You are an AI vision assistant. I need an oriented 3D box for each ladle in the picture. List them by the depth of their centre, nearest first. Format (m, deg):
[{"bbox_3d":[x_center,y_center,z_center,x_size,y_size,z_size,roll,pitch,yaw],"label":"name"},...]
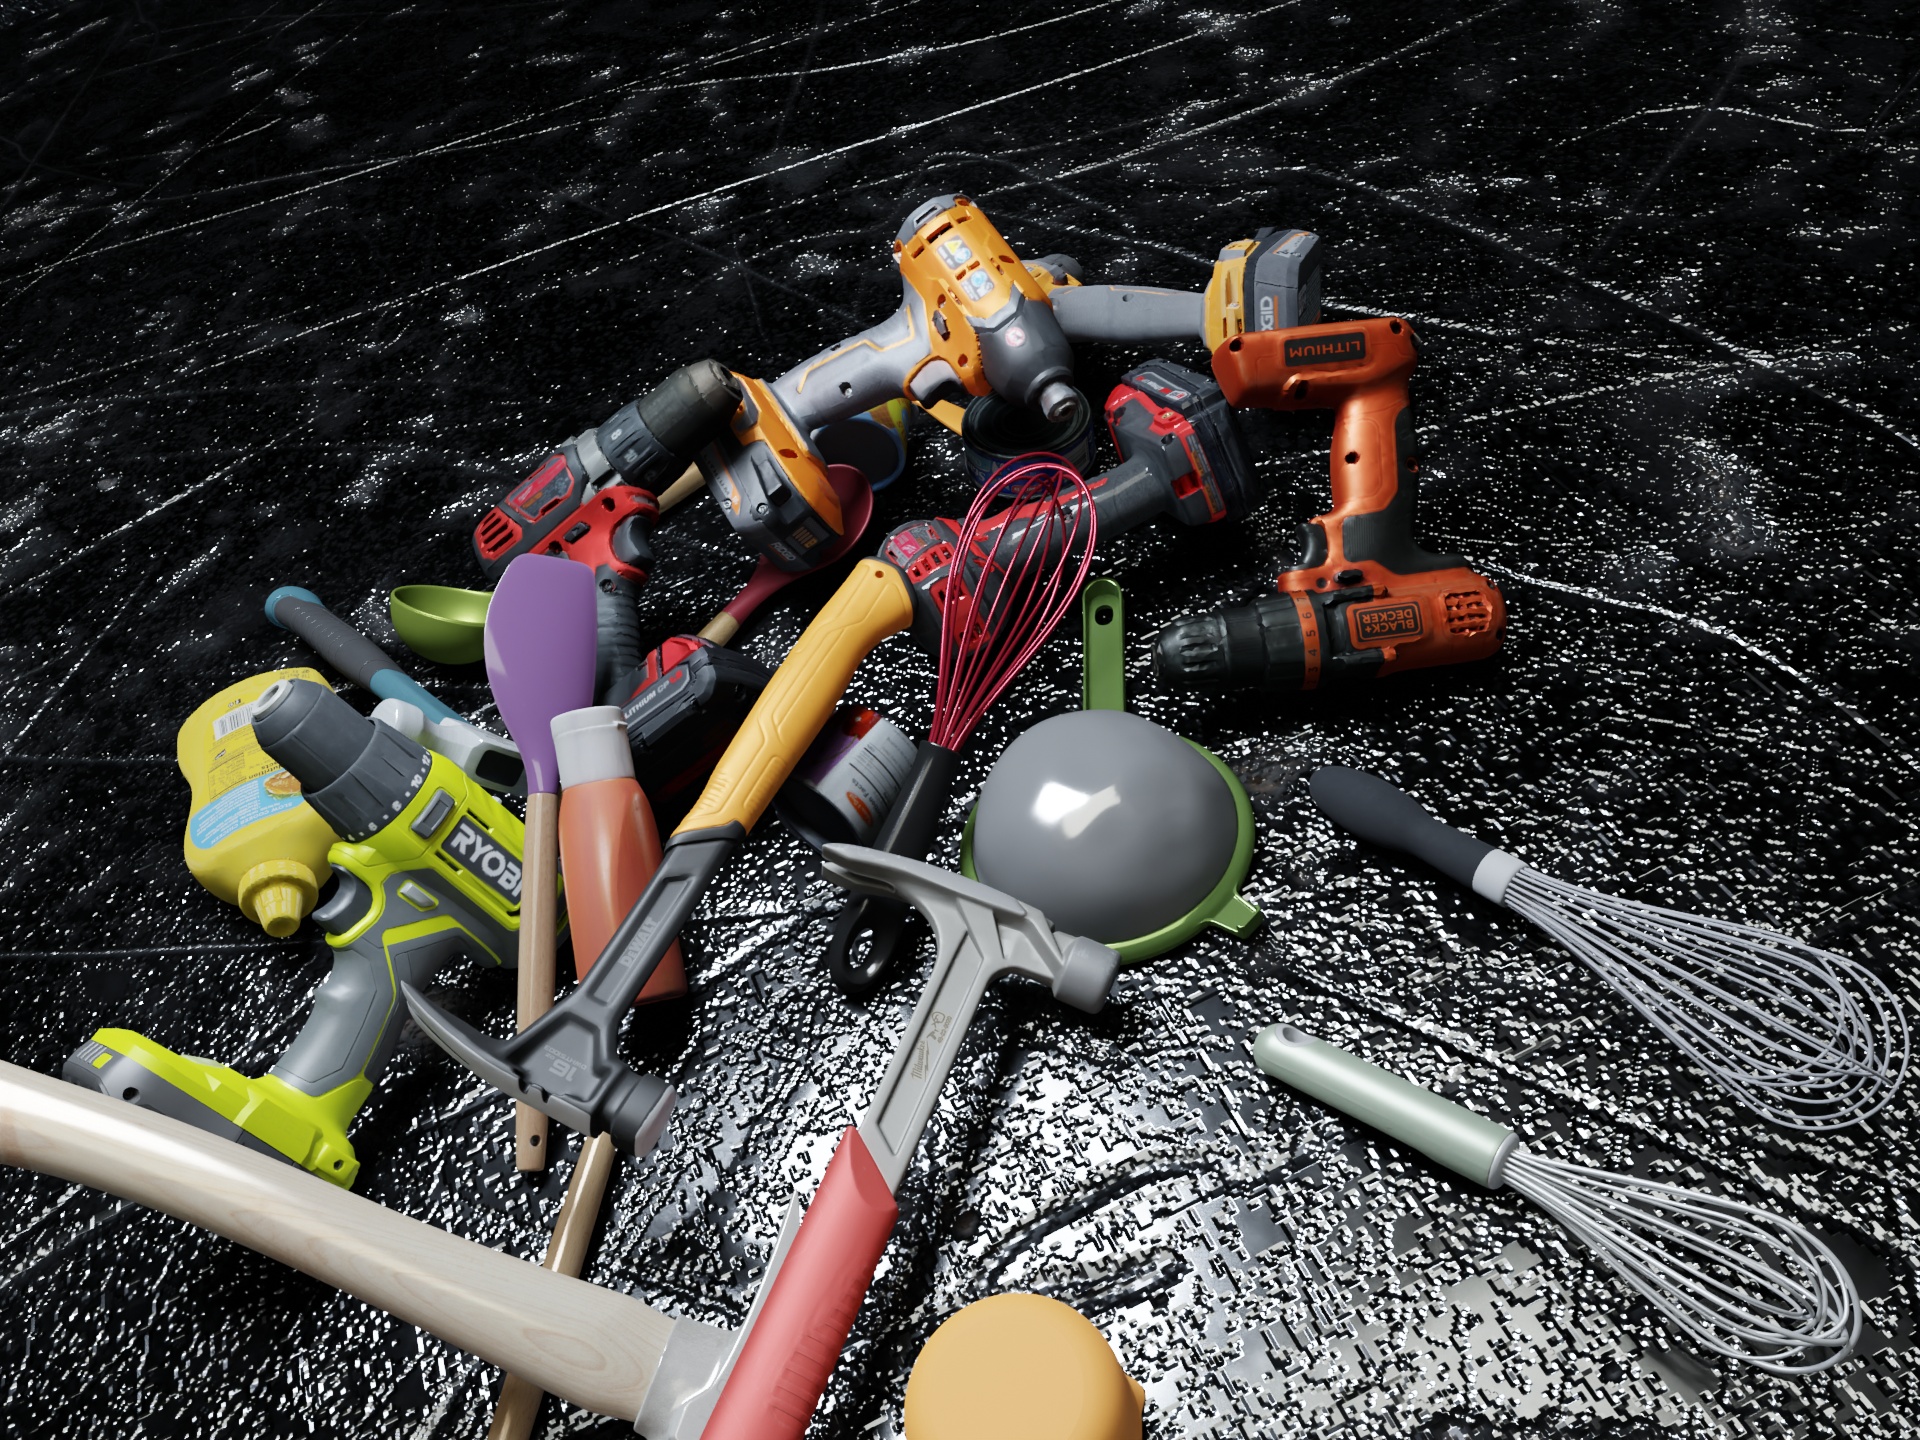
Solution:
[{"bbox_3d":[-0.156,-0.044,0.968,0.069,0.031,0.315,24,61,27],"label":"ladle"},{"bbox_3d":[-0.233,-0.139,1.062,0.320,0.062,0.078,-39,44,-22],"label":"ladle"}]

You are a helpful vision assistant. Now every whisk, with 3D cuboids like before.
[{"bbox_3d":[0.223,0.179,0.630,0.246,0.059,0.057,22,21,37],"label":"whisk"},{"bbox_3d":[0.265,0.085,0.697,0.070,0.070,0.285,-40,44,-20],"label":"whisk"},{"bbox_3d":[-0.001,-0.003,0.803,0.073,0.073,0.296,17,79,30],"label":"whisk"}]

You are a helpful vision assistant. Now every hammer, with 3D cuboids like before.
[{"bbox_3d":[-0.059,0.212,0.645,0.149,0.036,0.359,20,54,10],"label":"hammer"},{"bbox_3d":[-0.269,0.194,0.649,0.410,0.038,0.146,22,53,-1],"label":"hammer"},{"bbox_3d":[-0.117,0.037,0.764,0.127,0.034,0.337,25,55,9],"label":"hammer"},{"bbox_3d":[-0.352,-0.026,0.966,0.331,0.128,0.033,27,90,45],"label":"hammer"}]

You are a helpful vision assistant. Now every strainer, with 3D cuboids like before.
[{"bbox_3d":[0.070,0.003,0.821,0.151,0.069,0.257,-6,48,12],"label":"strainer"}]

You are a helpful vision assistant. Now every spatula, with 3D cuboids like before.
[{"bbox_3d":[-0.213,0.063,0.799,0.059,0.018,0.316,7,70,-30],"label":"spatula"}]

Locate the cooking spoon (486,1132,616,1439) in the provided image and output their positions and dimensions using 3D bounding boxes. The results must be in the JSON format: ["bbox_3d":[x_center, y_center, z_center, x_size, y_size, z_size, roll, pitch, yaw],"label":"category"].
[{"bbox_3d":[-0.190,0.306,0.656,0.069,0.017,0.319,-2,48,15],"label":"cooking spoon"}]

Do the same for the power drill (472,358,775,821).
[{"bbox_3d":[-0.171,-0.079,0.893,0.188,0.080,0.227,-36,61,16],"label":"power drill"}]

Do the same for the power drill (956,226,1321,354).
[{"bbox_3d":[0.120,-0.274,1.047,0.226,0.084,0.185,3,27,20],"label":"power drill"}]

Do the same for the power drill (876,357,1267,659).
[{"bbox_3d":[0.053,-0.122,0.931,0.219,0.078,0.143,-29,26,-3],"label":"power drill"}]

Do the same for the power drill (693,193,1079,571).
[{"bbox_3d":[-0.044,-0.190,0.948,0.226,0.084,0.164,-36,64,6],"label":"power drill"}]

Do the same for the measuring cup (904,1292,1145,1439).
[{"bbox_3d":[0.034,0.291,0.574,0.095,0.052,0.174,-21,43,-2],"label":"measuring cup"}]

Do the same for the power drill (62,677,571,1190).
[{"bbox_3d":[-0.309,0.111,0.762,0.080,0.190,0.229,0,50,46],"label":"power drill"}]

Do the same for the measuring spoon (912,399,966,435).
[{"bbox_3d":[-0.001,-0.207,1.080,0.021,0.011,0.117,-39,50,-18],"label":"measuring spoon"}]
